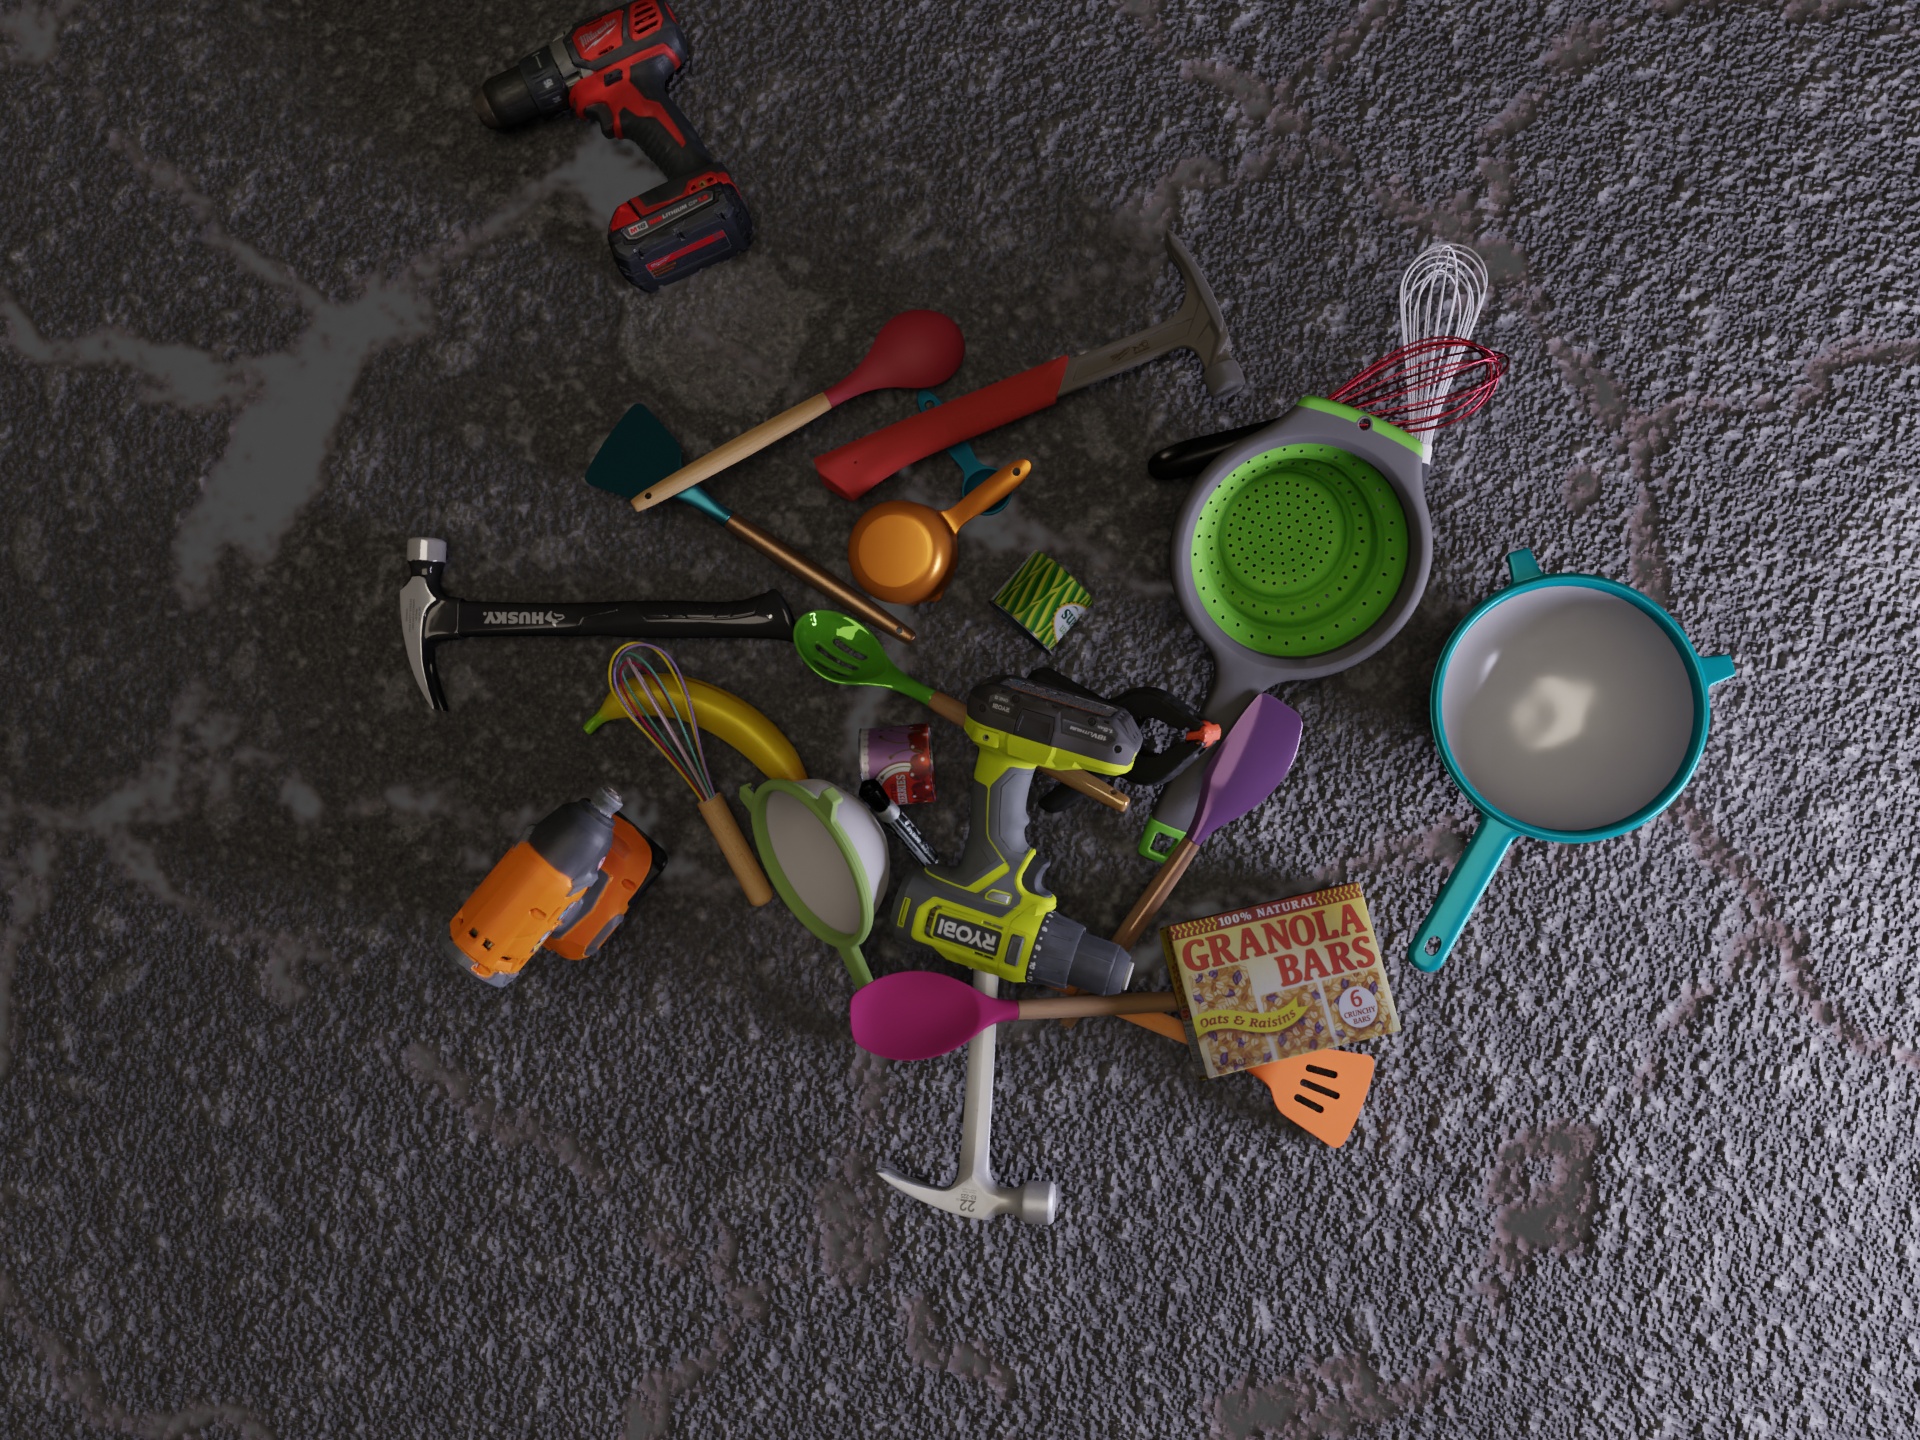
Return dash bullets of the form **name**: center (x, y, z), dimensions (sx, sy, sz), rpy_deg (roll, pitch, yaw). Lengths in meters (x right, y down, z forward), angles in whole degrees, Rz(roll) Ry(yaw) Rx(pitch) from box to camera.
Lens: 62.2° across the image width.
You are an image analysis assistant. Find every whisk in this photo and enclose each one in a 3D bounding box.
- **whisk**: center (0.292, -0.244, 1.285), dimensions (0.296, 0.073, 0.073), rpy_deg (-14, 86, 21)
- **whisk**: center (-0.220, 0.047, 1.305), dimensions (0.051, 0.047, 0.245), rpy_deg (-17, 106, 36)
- **whisk**: center (0.384, -0.252, 1.314), dimensions (0.070, 0.070, 0.284), rpy_deg (8, 92, 3)

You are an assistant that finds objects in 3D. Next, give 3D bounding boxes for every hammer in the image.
- **hammer**: center (0.016, 0.197, 1.300), dimensions (0.144, 0.035, 0.405), rpy_deg (3, 83, 8)
- **hammer**: center (-0.304, -0.080, 1.342), dimensions (0.335, 0.035, 0.146), rpy_deg (0, 86, 2)
- **hammer**: center (0.046, -0.279, 1.325), dimensions (0.359, 0.036, 0.149), rpy_deg (-22, 78, 0)

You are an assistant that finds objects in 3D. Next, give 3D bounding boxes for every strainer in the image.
- **strainer**: center (-0.081, 0.151, 1.299), dimensions (0.069, 0.151, 0.256), rpy_deg (-31, 106, -32)
- **strainer**: center (0.445, 0.048, 1.276), dimensions (0.211, 0.095, 0.340), rpy_deg (30, 91, 6)

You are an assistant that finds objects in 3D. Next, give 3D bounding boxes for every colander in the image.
- **colander**: center (0.235, -0.070, 1.301), dimensions (0.204, 0.094, 0.397), rpy_deg (21, 106, -6)

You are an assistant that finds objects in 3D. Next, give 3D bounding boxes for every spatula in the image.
- **spatula**: center (0.174, 0.119, 1.282), dimensions (0.059, 0.018, 0.316), rpy_deg (33, 96, -10)
- **spatula**: center (0.181, 0.256, 1.311), dimensions (0.322, 0.041, 0.081), rpy_deg (22, 86, 7)
- **spatula**: center (-0.171, -0.155, 1.344), dimensions (0.317, 0.044, 0.082), rpy_deg (34, 87, 0)

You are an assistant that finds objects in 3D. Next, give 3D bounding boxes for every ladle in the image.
- **ladle**: center (-0.134, -0.255, 1.326), dimensions (0.315, 0.031, 0.069), rpy_deg (-30, 86, -7)

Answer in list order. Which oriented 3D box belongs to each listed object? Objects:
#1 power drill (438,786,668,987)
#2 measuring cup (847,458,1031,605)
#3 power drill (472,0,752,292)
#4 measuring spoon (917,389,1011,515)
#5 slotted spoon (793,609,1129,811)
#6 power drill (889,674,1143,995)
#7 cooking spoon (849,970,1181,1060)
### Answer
- **power drill**: center (-0.300, 0.119, 1.234), dimensions (0.084, 0.226, 0.164), rpy_deg (40, 89, 3)
- **measuring cup**: center (-0.016, -0.163, 1.308), dimensions (0.173, 0.052, 0.095), rpy_deg (-35, 86, 14)
- **power drill**: center (-0.293, -0.482, 1.344), dimensions (0.188, 0.080, 0.227), rpy_deg (-24, 83, 1)
- **measuring spoon**: center (0.000, -0.226, 1.350), dimensions (0.042, 0.021, 0.129), rpy_deg (-32, 77, -1)
- **slotted spoon**: center (-0.002, -0.004, 1.297), dimensions (0.314, 0.031, 0.070), rpy_deg (28, 50, 15)
- **power drill**: center (0.062, 0.094, 1.232), dimensions (0.190, 0.080, 0.228), rpy_deg (17, 102, 11)
- **cooking spoon**: center (0.069, 0.229, 1.265), dimensions (0.318, 0.017, 0.069), rpy_deg (-1, 72, -14)
